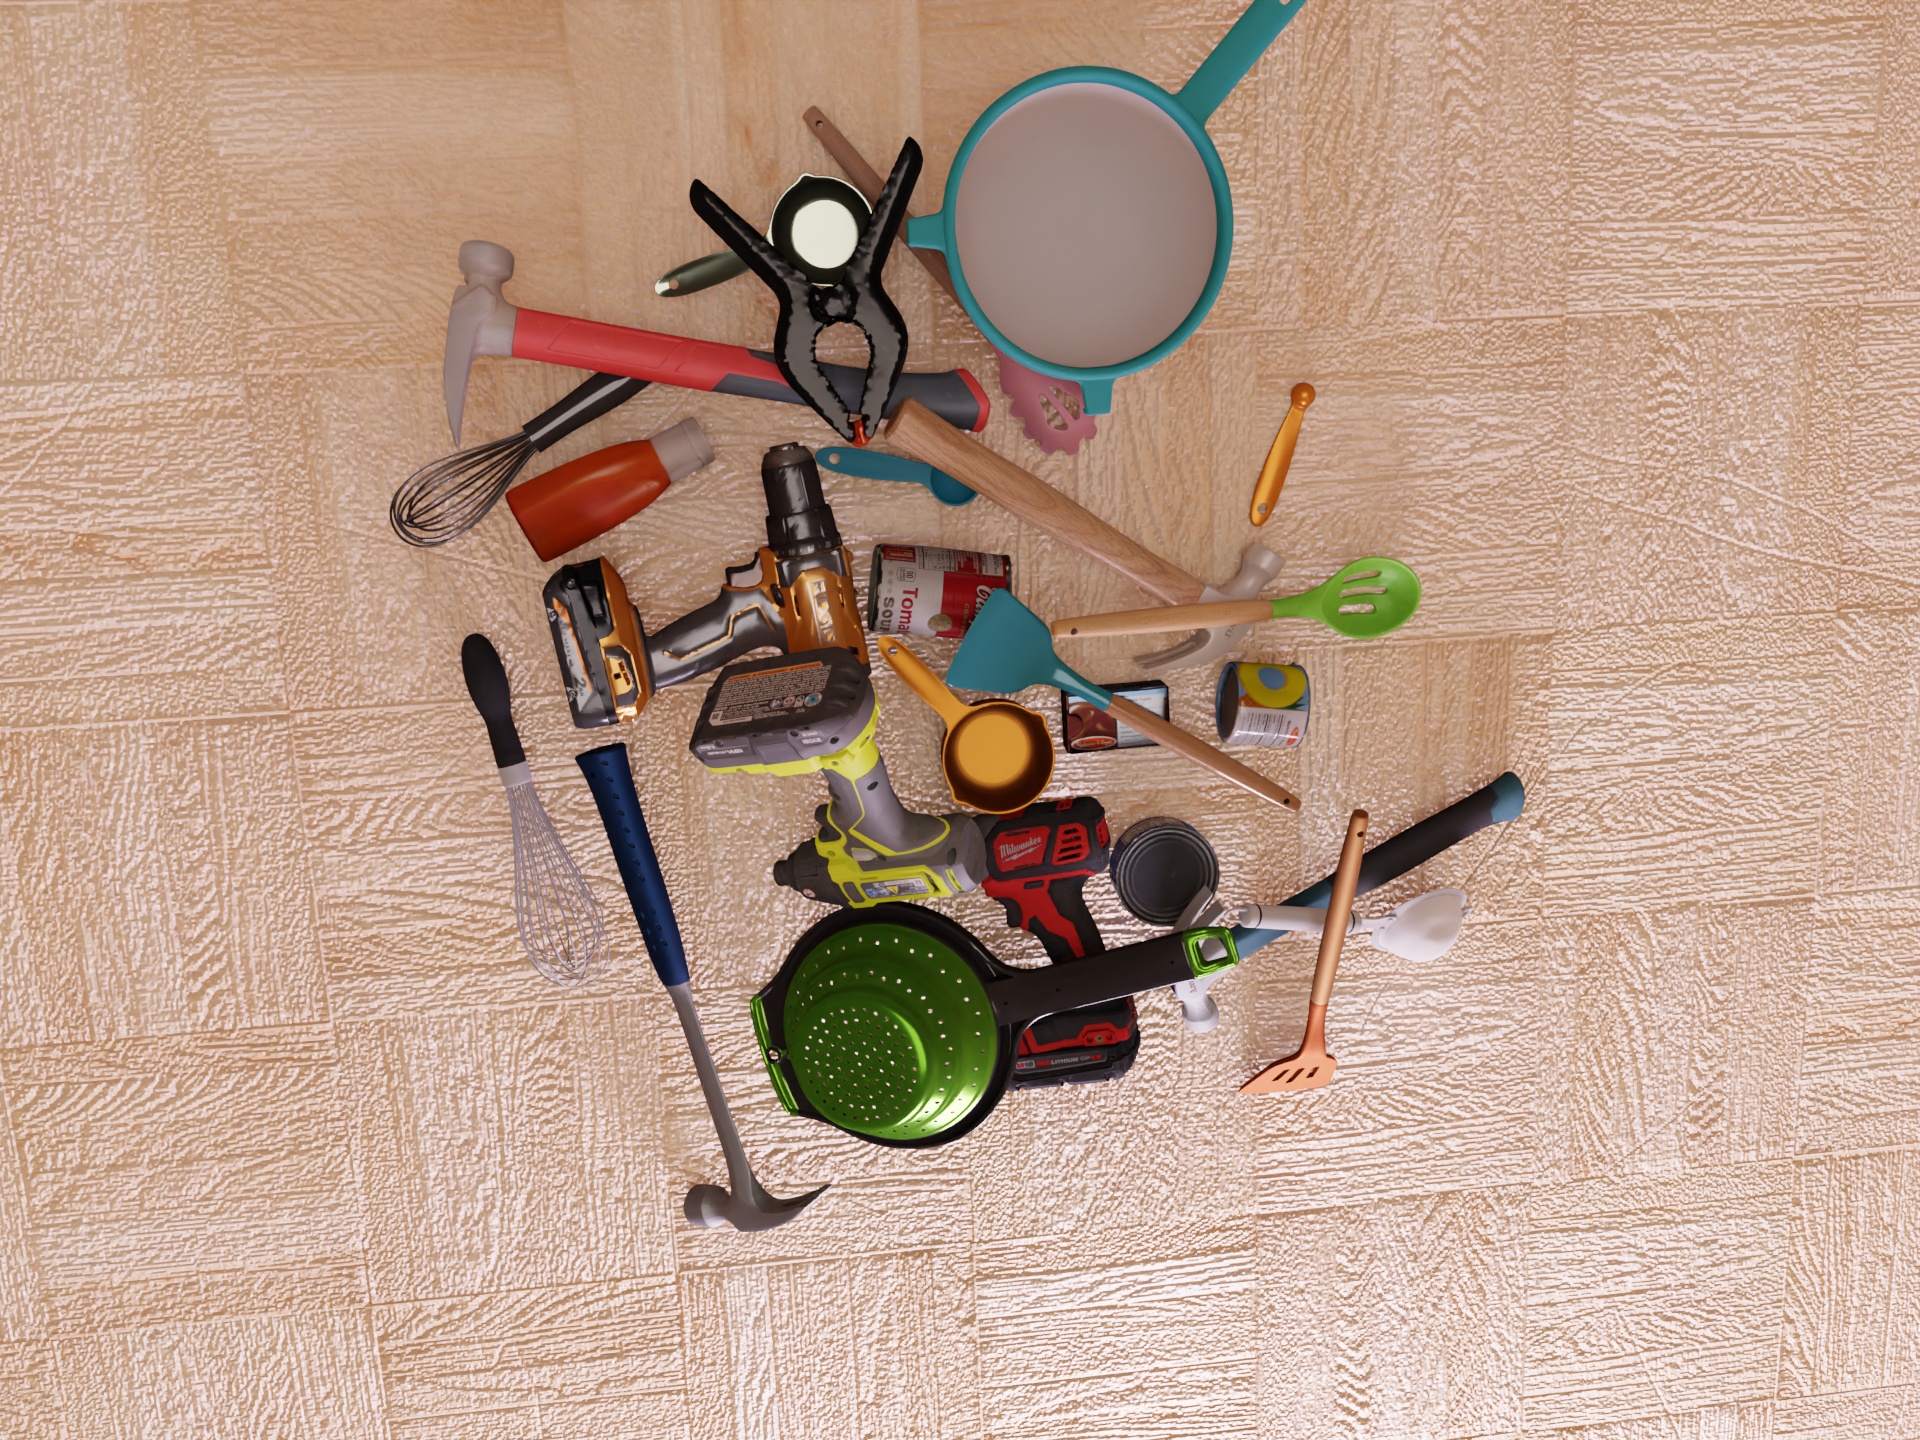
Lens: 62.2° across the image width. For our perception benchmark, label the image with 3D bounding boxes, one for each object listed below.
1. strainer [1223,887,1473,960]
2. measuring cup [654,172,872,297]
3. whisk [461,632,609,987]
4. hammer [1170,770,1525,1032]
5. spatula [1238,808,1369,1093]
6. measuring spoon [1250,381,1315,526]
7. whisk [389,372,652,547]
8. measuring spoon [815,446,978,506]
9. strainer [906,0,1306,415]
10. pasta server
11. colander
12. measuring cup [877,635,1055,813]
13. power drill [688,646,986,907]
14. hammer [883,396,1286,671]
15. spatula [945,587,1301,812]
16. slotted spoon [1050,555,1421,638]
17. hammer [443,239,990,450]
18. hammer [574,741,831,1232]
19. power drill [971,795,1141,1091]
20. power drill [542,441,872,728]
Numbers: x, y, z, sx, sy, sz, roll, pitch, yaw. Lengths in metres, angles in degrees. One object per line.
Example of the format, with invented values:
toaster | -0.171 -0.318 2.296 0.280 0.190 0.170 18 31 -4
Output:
strainer | 0.320 0.165 1.278 0.258 0.050 0.086 7 134 -24
measuring cup | -0.141 -0.339 1.155 0.167 0.038 0.083 -18 103 6
whisk | -0.329 0.071 1.212 0.070 0.070 0.284 -15 99 -4
hammer | 0.315 0.135 1.300 0.331 0.033 0.128 -28 129 -5
spatula | 0.284 0.196 1.257 0.081 0.041 0.322 -3 124 -9
measuring spoon | 0.251 -0.207 1.240 0.021 0.011 0.117 17 100 -10
whisk | -0.309 -0.203 1.156 0.239 0.055 0.055 -35 104 -3
measuring spoon | -0.046 -0.192 1.209 0.128 0.021 0.042 9 102 0
strainer | 0.123 -0.400 1.145 0.211 0.095 0.340 40 89 -16
pasta server | -0.007 -0.324 1.178 0.060 0.040 0.316 -41 100 3
colander | 0.012 0.225 1.196 0.397 0.094 0.204 -17 94 17
measuring cup | -0.002 -0.004 1.236 0.095 0.052 0.173 -45 96 2
power drill | -0.099 0.056 1.174 0.171 0.080 0.223 -8 135 22
hammer | 0.087 -0.143 1.201 0.331 0.031 0.130 28 99 -21
spatula | 0.136 0.002 1.223 0.317 0.044 0.082 28 97 -15
slotted spoon | 0.214 -0.085 1.221 0.313 0.031 0.070 -7 117 -20
hammer | -0.168 -0.238 1.144 0.386 0.038 0.143 7 84 -14
hammer | -0.213 0.213 1.240 0.144 0.035 0.405 -10 101 37
power drill | 0.061 0.174 1.262 0.143 0.078 0.219 -9 99 14
power drill | -0.190 -0.098 1.178 0.226 0.084 0.185 -12 103 -9
